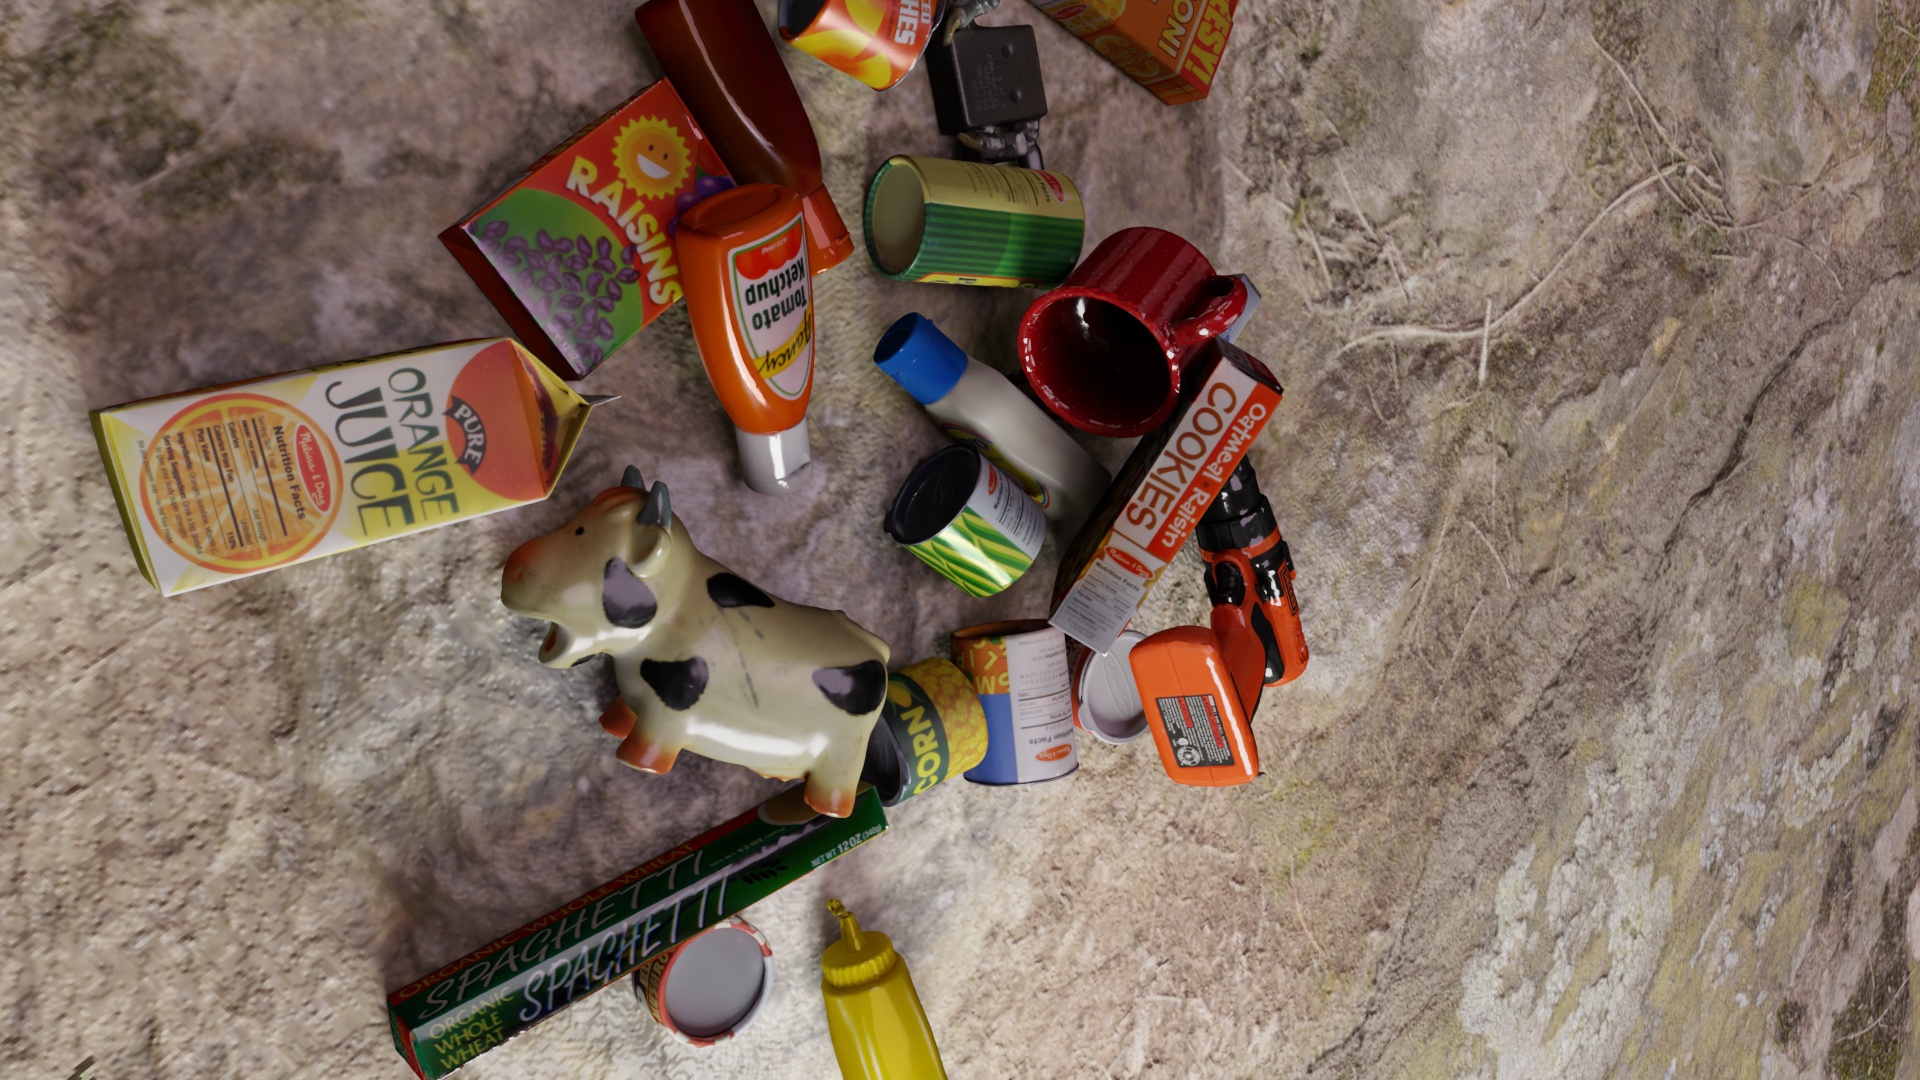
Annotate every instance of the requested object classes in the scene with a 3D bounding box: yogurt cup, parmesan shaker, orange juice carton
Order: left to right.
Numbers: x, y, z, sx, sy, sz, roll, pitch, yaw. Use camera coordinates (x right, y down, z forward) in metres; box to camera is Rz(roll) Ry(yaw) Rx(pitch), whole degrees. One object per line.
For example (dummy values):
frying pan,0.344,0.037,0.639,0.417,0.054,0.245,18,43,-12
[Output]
orange juice carton,-0.244,-0.040,0.581,0.193,0.072,0.073,-19,105,-33
parmesan shaker,0.006,-0.173,0.754,0.103,0.071,0.071,-4,96,-34
yogurt cup,0.082,0.084,0.834,0.072,0.054,0.072,-4,96,-35

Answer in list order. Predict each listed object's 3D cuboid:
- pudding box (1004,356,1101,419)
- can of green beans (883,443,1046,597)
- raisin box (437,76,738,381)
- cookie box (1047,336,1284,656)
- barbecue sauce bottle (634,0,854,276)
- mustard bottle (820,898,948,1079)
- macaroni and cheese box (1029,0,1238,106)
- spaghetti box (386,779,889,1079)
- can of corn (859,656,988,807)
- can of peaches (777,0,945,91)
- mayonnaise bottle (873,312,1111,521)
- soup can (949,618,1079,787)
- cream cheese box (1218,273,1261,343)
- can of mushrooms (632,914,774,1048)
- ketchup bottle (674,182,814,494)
pudding box,0.072,-0.097,0.815,0.084,0.049,0.030,-25,107,-32
can of green beans,0.004,-0.010,0.763,0.057,0.071,0.071,39,72,-32
raisin box,-0.164,-0.145,0.649,0.124,0.040,0.086,-46,117,-24
cookie box,0.112,-0.030,0.766,0.040,0.123,0.167,32,105,-1
barbecue sauce bottle,-0.100,-0.202,0.684,0.148,0.043,0.065,63,35,-23
mustard bottle,-0.043,0.266,0.755,0.049,0.065,0.160,-21,102,-28
macaroni and cheese box,0.098,-0.354,0.818,0.166,0.040,0.124,24,81,-34
spaghetti box,-0.150,0.180,0.679,0.251,0.050,0.028,-23,105,-32
can of corn,-0.025,0.103,0.749,0.058,0.071,0.071,-20,105,-33
can of peaches,-0.051,-0.271,0.700,0.058,0.071,0.071,18,84,-34
mayonnaise bottle,0.016,-0.067,0.772,0.148,0.065,0.041,39,76,-27
soup can,0.028,0.091,0.789,0.071,0.071,0.083,-9,95,-35
cream cheese box,0.137,-0.119,0.857,0.024,0.053,0.104,46,69,-28
can of mushrooms,-0.132,0.220,0.705,0.071,0.033,0.071,-4,97,-35
ketchup bottle,-0.097,-0.092,0.670,0.065,0.043,0.148,-40,140,-39
